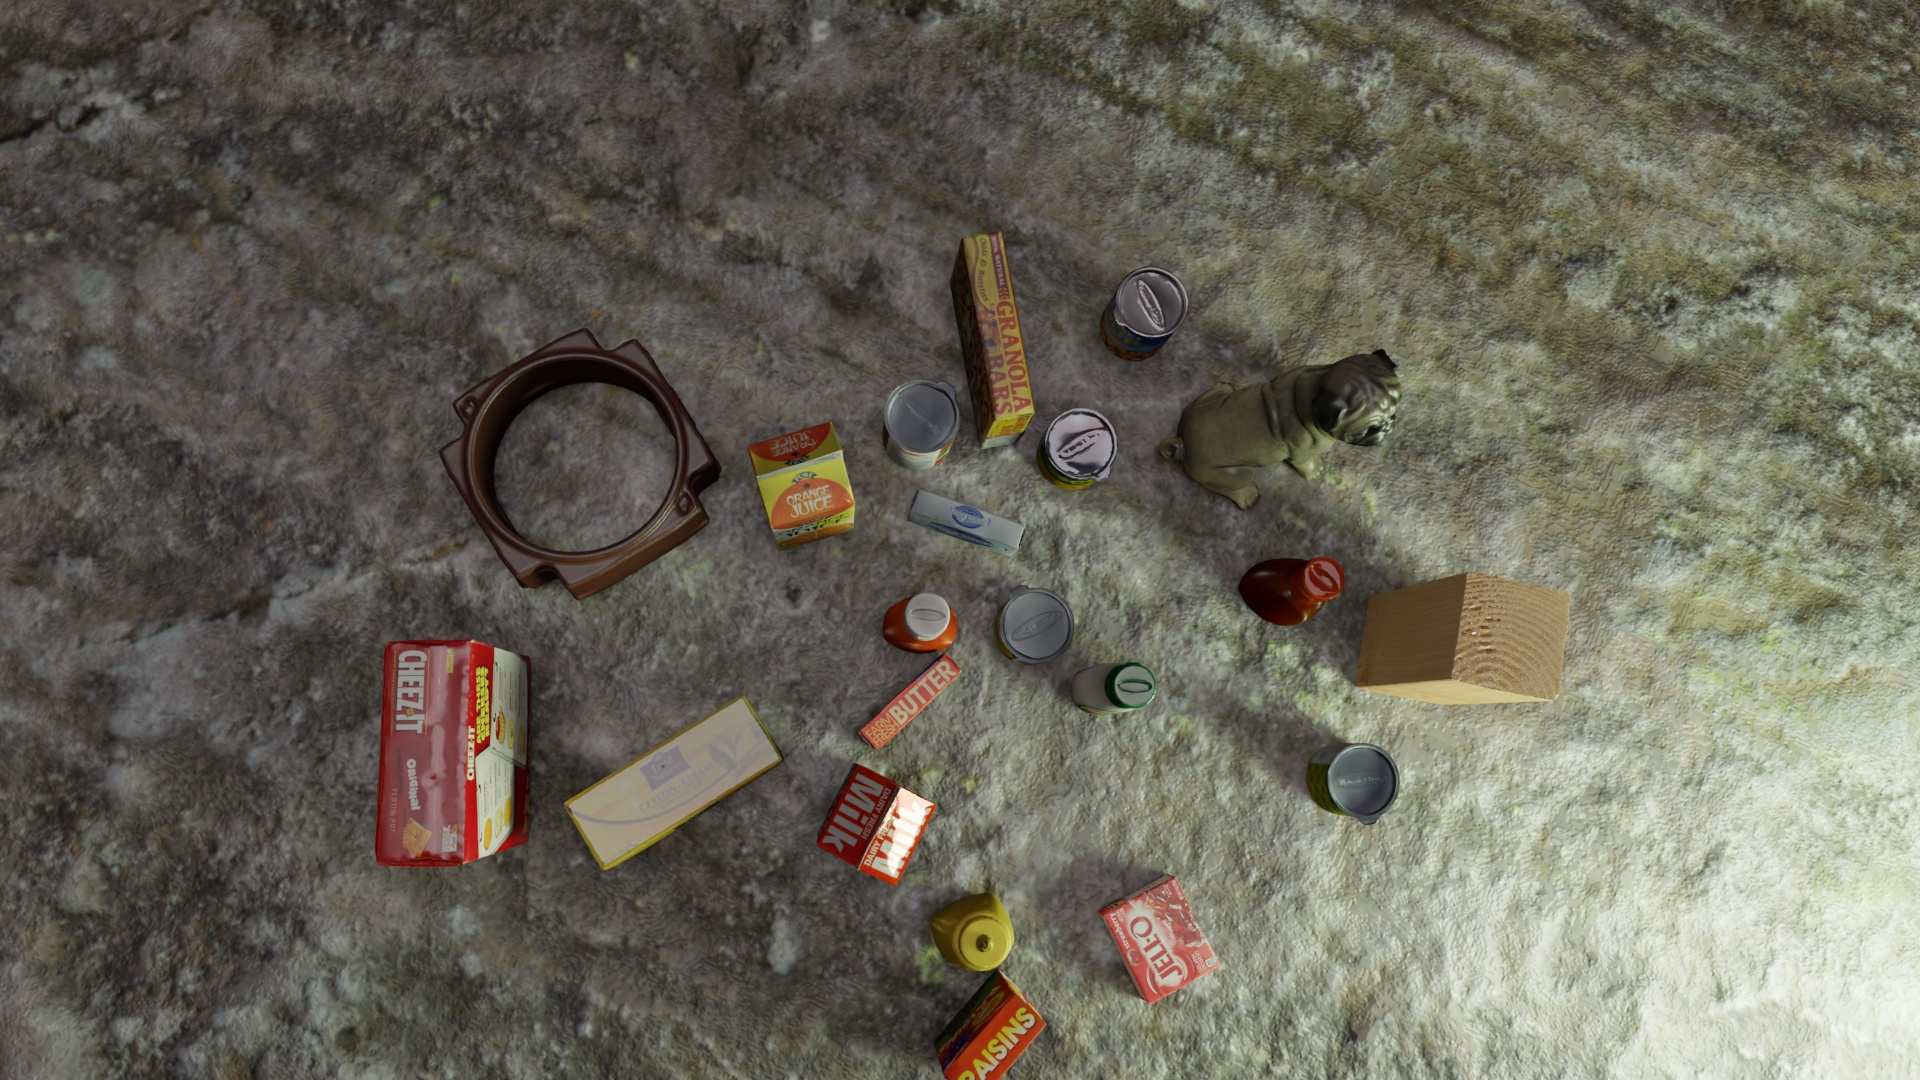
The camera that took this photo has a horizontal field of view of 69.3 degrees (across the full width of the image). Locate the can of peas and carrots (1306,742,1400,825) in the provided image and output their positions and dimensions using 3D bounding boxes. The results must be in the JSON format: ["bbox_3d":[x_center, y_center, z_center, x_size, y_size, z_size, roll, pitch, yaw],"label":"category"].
[{"bbox_3d":[0.350,0.216,1.241,0.071,0.058,0.071,1,82,-5],"label":"can of peas and carrots"}]

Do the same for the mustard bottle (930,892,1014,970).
[{"bbox_3d":[0.013,0.325,1.142,0.065,0.160,0.049,-22,84,-8],"label":"mustard bottle"}]

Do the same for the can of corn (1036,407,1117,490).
[{"bbox_3d":[0.107,-0.080,1.264,0.071,0.058,0.071,1,82,-5],"label":"can of corn"}]

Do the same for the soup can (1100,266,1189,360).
[{"bbox_3d":[0.165,-0.206,1.276,0.071,0.083,0.071,1,82,-5],"label":"soup can"}]

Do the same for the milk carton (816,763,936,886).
[{"bbox_3d":[-0.070,0.229,1.134,0.073,0.190,0.072,27,81,-1],"label":"milk carton"}]

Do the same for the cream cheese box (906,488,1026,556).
[{"bbox_3d":[0.004,-0.016,1.247,0.104,0.053,0.024,19,81,-2],"label":"cream cheese box"}]

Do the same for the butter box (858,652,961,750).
[{"bbox_3d":[-0.045,0.142,1.219,0.104,0.053,0.024,-42,87,-10],"label":"butter box"}]

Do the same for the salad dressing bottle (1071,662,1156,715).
[{"bbox_3d":[0.133,0.127,1.190,0.064,0.147,0.044,3,82,-5],"label":"salad dressing bottle"}]

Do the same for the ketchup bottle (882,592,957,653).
[{"bbox_3d":[-0.032,0.070,1.183,0.065,0.148,0.043,7,81,-4],"label":"ketchup bottle"}]

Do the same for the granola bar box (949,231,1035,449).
[{"bbox_3d":[0.028,-0.175,1.238,0.039,0.124,0.165,-9,82,-6],"label":"granola bar box"}]

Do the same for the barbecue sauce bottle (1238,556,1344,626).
[{"bbox_3d":[0.293,0.042,1.217,0.065,0.148,0.044,41,81,1],"label":"barbecue sauce bottle"}]

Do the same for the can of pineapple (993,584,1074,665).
[{"bbox_3d":[0.064,0.076,1.237,0.071,0.057,0.071,1,82,-5],"label":"can of pineapple"}]

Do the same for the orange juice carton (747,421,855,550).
[{"bbox_3d":[-0.133,-0.046,1.169,0.072,0.192,0.073,-16,84,-7],"label":"orange juice carton"}]

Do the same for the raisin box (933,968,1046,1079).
[{"bbox_3d":[0.022,0.407,1.149,0.040,0.123,0.086,44,81,2],"label":"raisin box"}]

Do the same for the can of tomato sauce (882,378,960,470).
[{"bbox_3d":[-0.036,-0.104,1.242,0.071,0.083,0.071,1,82,-5],"label":"can of tomato sauce"}]
